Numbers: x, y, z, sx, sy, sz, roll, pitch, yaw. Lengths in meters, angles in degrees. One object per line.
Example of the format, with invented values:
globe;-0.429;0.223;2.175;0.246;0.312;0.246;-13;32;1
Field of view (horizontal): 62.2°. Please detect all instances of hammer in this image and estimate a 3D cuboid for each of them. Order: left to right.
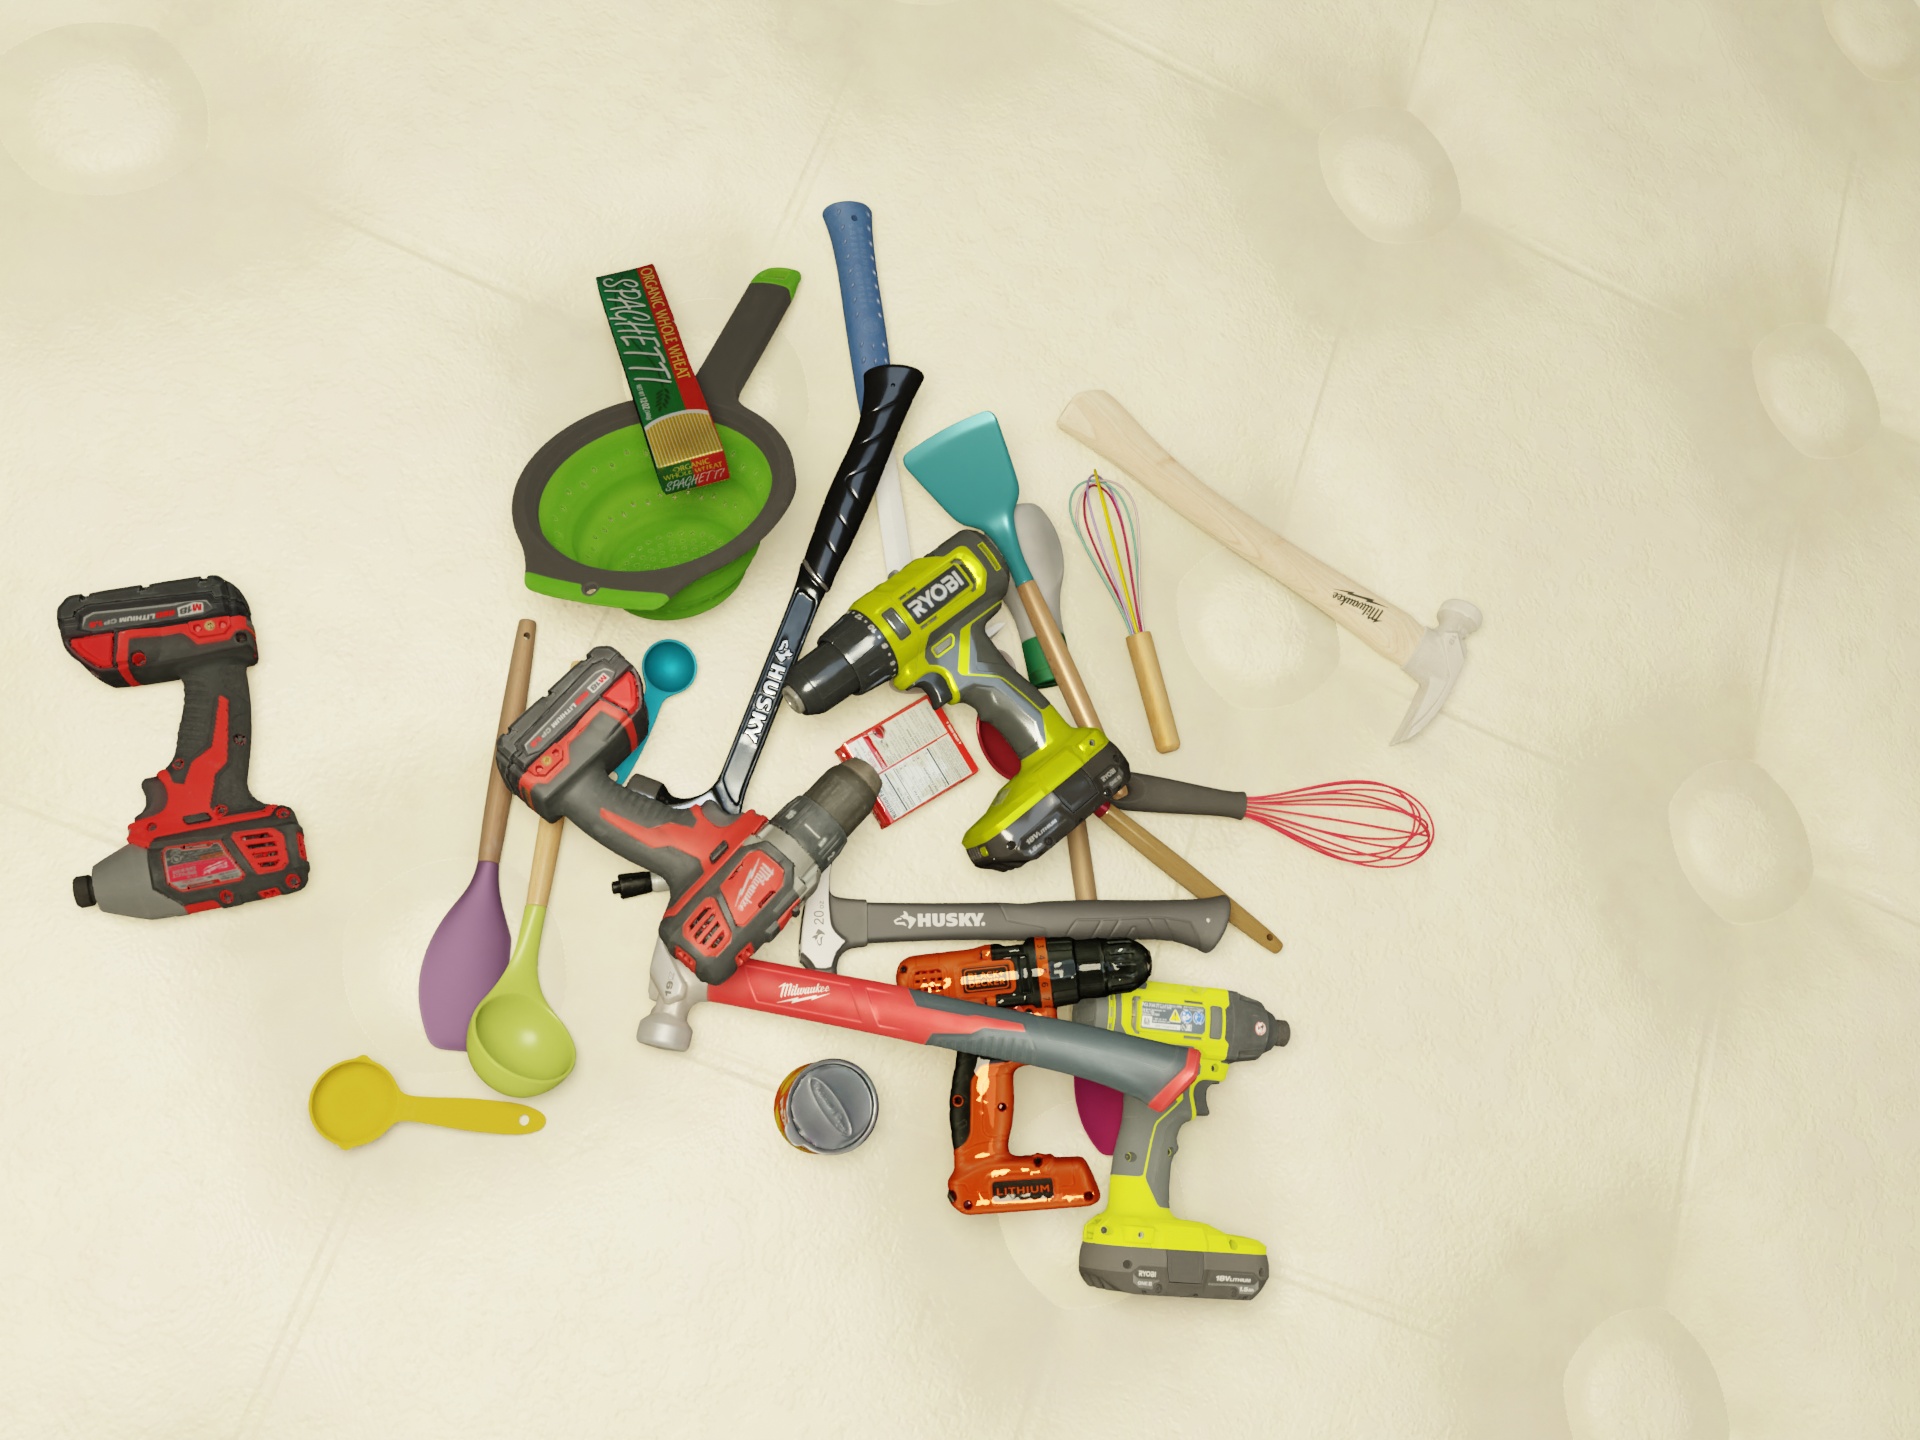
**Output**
hammer;-0.113;-0.090;1.207;0.149;0.036;0.409;21;78;-2
hammer;-0.060;-0.234;1.297;0.144;0.035;0.406;-5;77;-17
hammer;-0.026;0.189;1.098;0.386;0.038;0.143;9;75;11
hammer;0.045;0.147;1.210;0.334;0.035;0.146;1;76;-11
hammer;0.254;-0.143;1.365;0.410;0.038;0.146;34;70;-5

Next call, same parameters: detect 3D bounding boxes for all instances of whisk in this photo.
whisk;0.139;-0.092;1.314;0.051;0.047;0.245;-12;82;-20
whisk;0.248;0.073;1.295;0.295;0.073;0.073;8;73;-8

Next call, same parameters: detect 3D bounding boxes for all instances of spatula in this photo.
spatula;-0.337;0.077;1.141;0.059;0.018;0.316;12;73;-23
spatula;0.057;-0.083;1.243;0.082;0.044;0.317;-26;83;13

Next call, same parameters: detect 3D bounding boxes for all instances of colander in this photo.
colander;-0.196;-0.203;1.225;0.204;0.094;0.397;10;52;13

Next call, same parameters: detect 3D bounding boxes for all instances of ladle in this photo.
ladle;-0.291;0.105;1.129;0.078;0.062;0.320;22;65;-38
ladle;0.135;0.086;1.255;0.315;0.031;0.069;39;69;-8

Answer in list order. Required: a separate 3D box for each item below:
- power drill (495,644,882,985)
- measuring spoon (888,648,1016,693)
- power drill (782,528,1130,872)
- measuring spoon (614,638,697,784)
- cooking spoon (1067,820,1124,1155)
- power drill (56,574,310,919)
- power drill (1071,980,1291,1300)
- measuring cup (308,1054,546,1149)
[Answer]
power drill;-0.185;0.049;1.103;0.227;0.080;0.188;39;69;10
measuring spoon;-0.008;-0.034;1.251;0.124;0.018;0.034;-8;83;-37
power drill;-0.002;-0.004;1.169;0.190;0.080;0.228;-38;92;-21
measuring spoon;-0.240;-0.002;1.196;0.042;0.021;0.129;30;78;-20
cooking spoon;0.104;0.175;1.244;0.068;0.017;0.319;-3;77;-20
power drill;-0.532;0.023;1.072;0.143;0.078;0.220;-12;82;-18
power drill;0.167;0.309;1.186;0.171;0.080;0.223;9;73;-17
measuring cup;-0.363;0.266;1.085;0.156;0.029;0.062;14;72;-25
